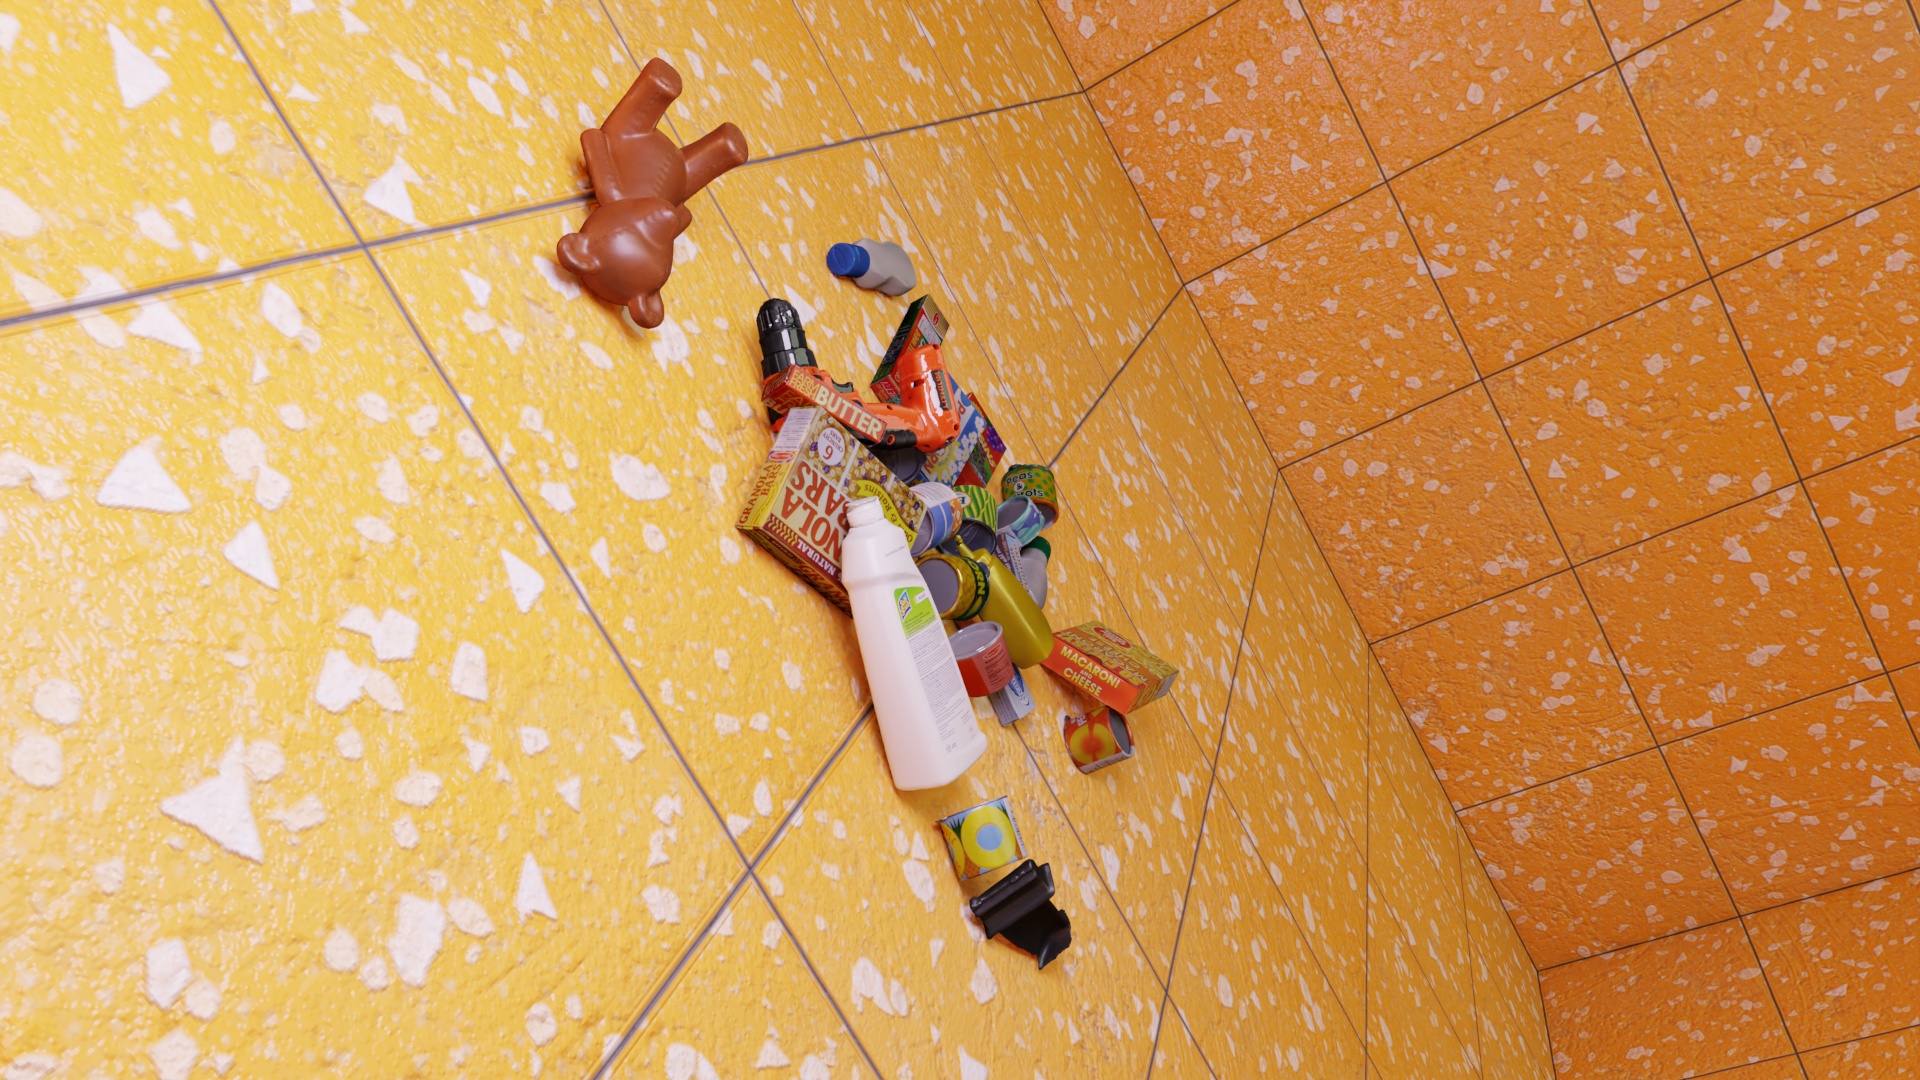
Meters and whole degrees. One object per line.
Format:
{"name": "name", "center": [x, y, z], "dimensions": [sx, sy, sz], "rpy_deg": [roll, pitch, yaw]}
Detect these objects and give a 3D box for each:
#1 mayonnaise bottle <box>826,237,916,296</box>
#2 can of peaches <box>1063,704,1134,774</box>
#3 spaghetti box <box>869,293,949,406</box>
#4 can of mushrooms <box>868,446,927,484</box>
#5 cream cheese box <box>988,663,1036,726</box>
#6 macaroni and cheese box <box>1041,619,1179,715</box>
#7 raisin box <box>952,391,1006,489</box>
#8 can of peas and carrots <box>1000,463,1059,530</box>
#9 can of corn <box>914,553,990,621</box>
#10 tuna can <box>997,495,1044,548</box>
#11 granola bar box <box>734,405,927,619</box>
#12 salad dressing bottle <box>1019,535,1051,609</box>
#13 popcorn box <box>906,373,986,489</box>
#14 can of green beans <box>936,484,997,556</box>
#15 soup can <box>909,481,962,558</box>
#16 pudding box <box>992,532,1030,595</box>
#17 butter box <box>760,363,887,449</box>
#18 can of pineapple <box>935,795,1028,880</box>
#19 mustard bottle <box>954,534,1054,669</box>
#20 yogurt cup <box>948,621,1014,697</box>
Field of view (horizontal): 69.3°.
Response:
{"name": "mayonnaise bottle", "center": [-0.103, -0.317, 1.595], "dimensions": [0.065, 0.041, 0.148], "rpy_deg": [66, 24, 6]}
{"name": "can of peaches", "center": [0.158, 0.223, 1.581], "dimensions": [0.071, 0.058, 0.071], "rpy_deg": [47, 29, -37]}
{"name": "spaghetti box", "center": [-0.056, -0.217, 1.607], "dimensions": [0.050, 0.028, 0.251], "rpy_deg": [55, 25, -21]}
{"name": "can of mushrooms", "center": [-0.067, -0.089, 1.404], "dimensions": [0.071, 0.071, 0.034], "rpy_deg": [55, 23, -23]}
{"name": "cream cheese box", "center": [0.041, 0.140, 1.462], "dimensions": [0.104, 0.024, 0.053], "rpy_deg": [65, 24, 2]}
{"name": "macaroni and cheese box", "center": [0.177, 0.147, 1.642], "dimensions": [0.124, 0.040, 0.167], "rpy_deg": [31, 14, 20]}
{"name": "raisin box", "center": [0.007, -0.111, 1.622], "dimensions": [0.086, 0.040, 0.124], "rpy_deg": [57, 25, -15]}
{"name": "can of peas and carrots", "center": [0.084, -0.052, 1.691], "dimensions": [0.071, 0.071, 0.059], "rpy_deg": [40, 34, -45]}
{"name": "can of corn", "center": [-0.011, 0.045, 1.385], "dimensions": [0.058, 0.071, 0.071], "rpy_deg": [10, 58, -62]}
{"name": "tuna can", "center": [0.063, -0.022, 1.613], "dimensions": [0.032, 0.071, 0.071], "rpy_deg": [53, 25, -25]}
{"name": "granola bar box", "center": [-0.108, -0.022, 1.221], "dimensions": [0.165, 0.039, 0.124], "rpy_deg": [43, 60, -41]}
{"name": "salad dressing bottle", "center": [0.078, 0.040, 1.617], "dimensions": [0.064, 0.044, 0.148], "rpy_deg": [58, 23, -15]}
{"name": "popcorn box", "center": [-0.030, -0.110, 1.494], "dimensions": [0.085, 0.038, 0.127], "rpy_deg": [51, 48, -28]}
{"name": "can of green beans", "center": [0.007, -0.017, 1.494], "dimensions": [0.071, 0.071, 0.058], "rpy_deg": [49, 27, -32]}
{"name": "soup can", "center": [-0.043, -0.019, 1.394], "dimensions": [0.071, 0.071, 0.084], "rpy_deg": [65, 22, 0]}
{"name": "pudding box", "center": [0.043, 0.039, 1.535], "dimensions": [0.030, 0.049, 0.084], "rpy_deg": [30, 42, -56]}
{"name": "butter box", "center": [-0.121, -0.113, 1.224], "dimensions": [0.103, 0.053, 0.024], "rpy_deg": [32, 63, -24]}
{"name": "can of pineapple", "center": [0.019, 0.266, 1.238], "dimensions": [0.071, 0.071, 0.058], "rpy_deg": [5, 63, -64]}
{"name": "mustard bottle", "center": [0.038, 0.058, 1.445], "dimensions": [0.160, 0.048, 0.065], "rpy_deg": [55, 23, -15]}
{"name": "yogurt cup", "center": [0.019, 0.120, 1.387], "dimensions": [0.053, 0.072, 0.073], "rpy_deg": [66, 22, -19]}
